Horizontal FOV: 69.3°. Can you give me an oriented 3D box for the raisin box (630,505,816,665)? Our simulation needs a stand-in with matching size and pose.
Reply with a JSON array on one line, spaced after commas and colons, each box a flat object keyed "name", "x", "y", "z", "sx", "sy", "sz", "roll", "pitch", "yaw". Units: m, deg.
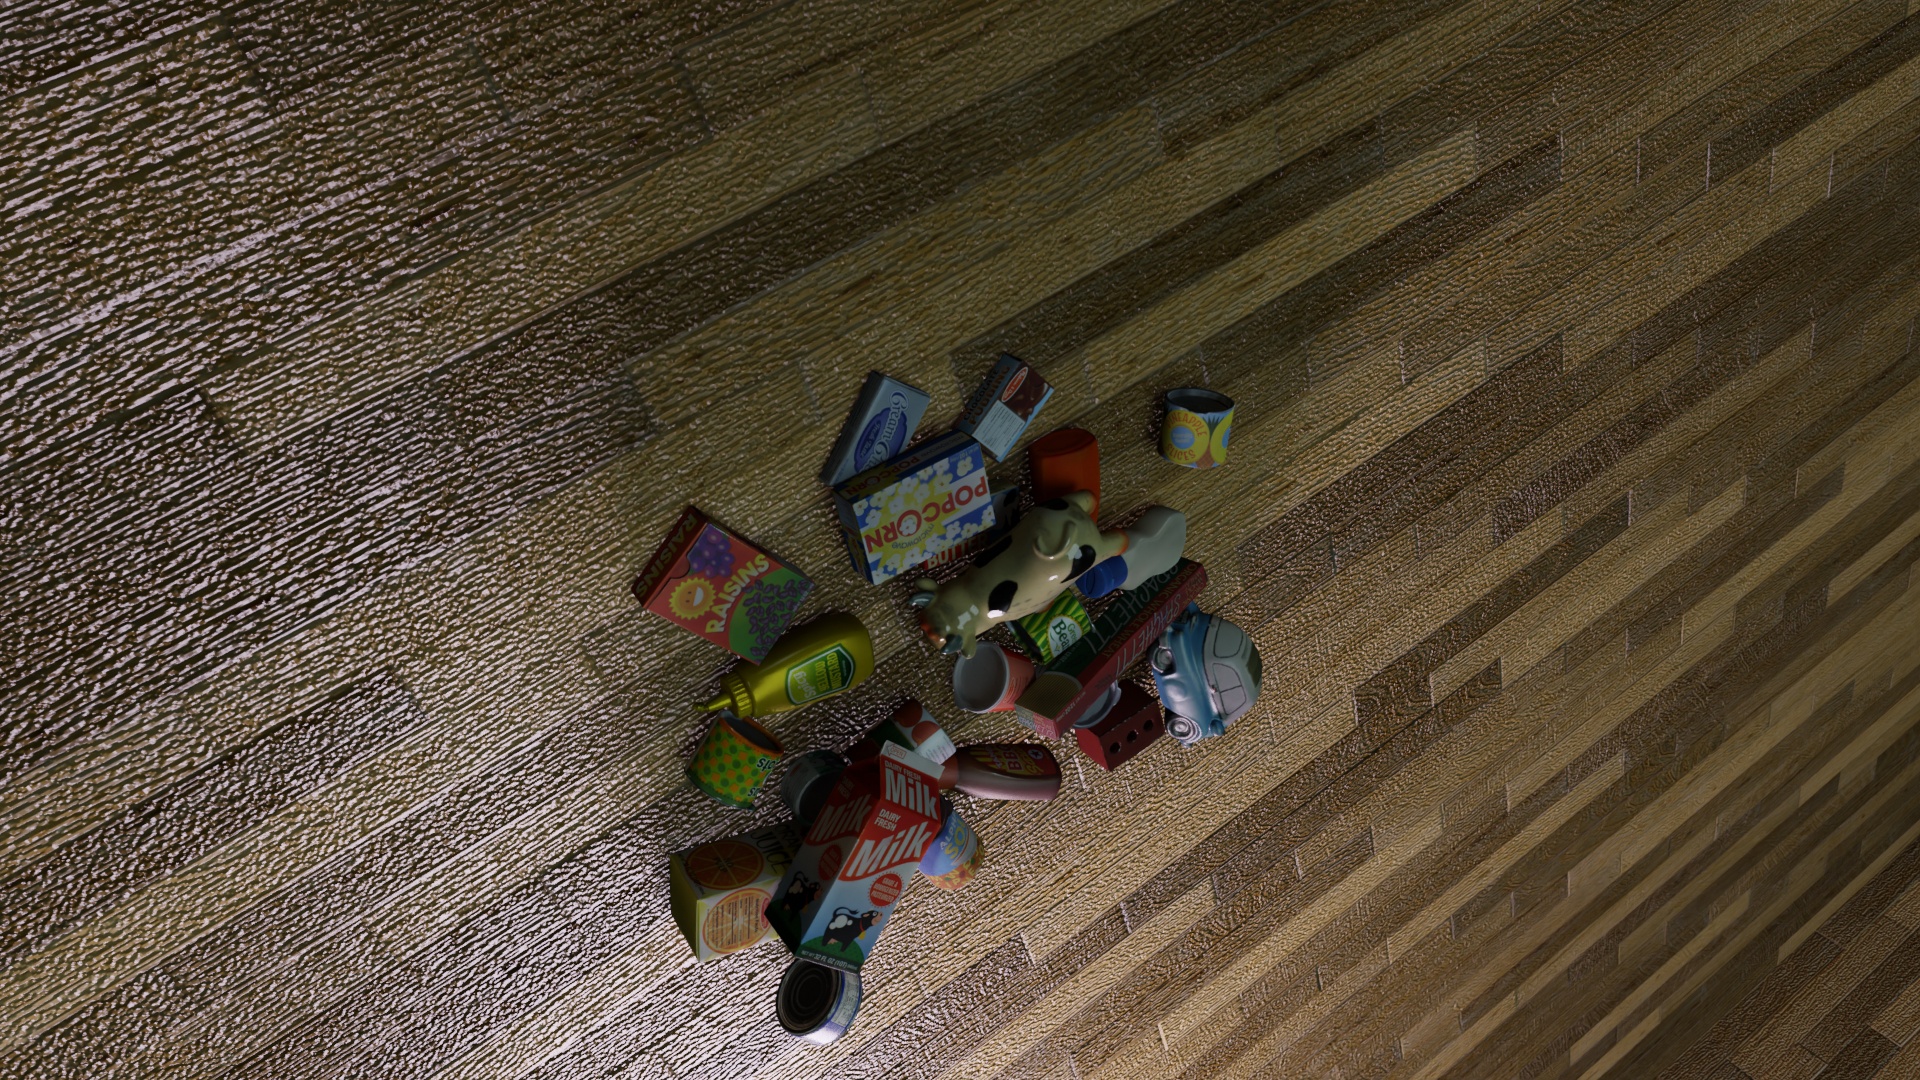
[{"name": "raisin box", "x": -0.191, "y": 0.038, "z": 1.124, "sx": 0.123, "sy": 0.040, "sz": 0.086, "roll": 34, "pitch": 93, "yaw": -40}]

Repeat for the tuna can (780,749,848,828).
[{"name": "tuna can", "x": -0.127, "y": 0.229, "z": 1.272, "sx": 0.071, "sy": 0.033, "sz": 0.070, "roll": -15, "pitch": 121, "yaw": -27}]

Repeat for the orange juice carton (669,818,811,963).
[{"name": "orange juice carton", "x": -0.161, "y": 0.307, "z": 1.263, "sx": 0.193, "sy": 0.072, "sz": 0.072, "roll": -10, "pitch": 119, "yaw": -30}]

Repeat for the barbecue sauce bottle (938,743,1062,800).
[{"name": "barbecue sauce bottle", "x": 0.022, "y": 0.225, "z": 1.355, "sx": 0.149, "sy": 0.065, "sz": 0.043, "roll": 6, "pitch": 116, "yaw": -27}]

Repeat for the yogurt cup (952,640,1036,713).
[{"name": "yogurt cup", "x": 0.035, "y": 0.131, "z": 1.312, "sx": 0.054, "sy": 0.072, "sz": 0.072, "roll": 15, "pitch": 105, "yaw": -47}]

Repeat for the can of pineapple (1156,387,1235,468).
[{"name": "can of pineapple", "x": 0.221, "y": -0.106, "z": 1.312, "sx": 0.071, "sy": 0.071, "sz": 0.057, "roll": -11, "pitch": 120, "yaw": -30}]

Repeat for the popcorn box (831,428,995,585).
[{"name": "popcorn box", "x": -0.037, "y": -0.029, "z": 1.162, "sx": 0.127, "sy": 0.038, "sz": 0.084, "roll": -27, "pitch": 127, "yaw": -21}]

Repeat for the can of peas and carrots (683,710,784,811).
[{"name": "can of peas and carrots", "x": -0.190, "y": 0.187, "z": 1.182, "sx": 0.071, "sy": 0.071, "sz": 0.058, "roll": 29, "pitch": 95, "yaw": -40}]

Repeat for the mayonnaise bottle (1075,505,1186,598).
[{"name": "mayonnaise bottle", "x": 0.162, "y": 0.015, "z": 1.321, "sx": 0.149, "sy": 0.041, "sz": 0.064, "roll": -25, "pitch": 127, "yaw": -48}]

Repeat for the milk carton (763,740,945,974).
[{"name": "milk carton", "x": -0.085, "y": 0.268, "z": 1.203, "sx": 0.072, "sy": 0.073, "sz": 0.190, "roll": 31, "pitch": 89, "yaw": -34}]

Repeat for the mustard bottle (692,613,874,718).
[{"name": "mustard bottle", "x": -0.152, "y": 0.116, "z": 1.185, "sx": 0.161, "sy": 0.049, "sz": 0.065, "roll": -23, "pitch": 123, "yaw": -24}]

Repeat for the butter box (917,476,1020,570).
[{"name": "butter box", "x": 0.004, "y": -0.016, "z": 1.240, "sx": 0.104, "sy": 0.024, "sz": 0.053, "roll": -21, "pitch": 123, "yaw": -25}]

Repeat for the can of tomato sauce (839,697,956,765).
[{"name": "can of tomato sauce", "x": -0.057, "y": 0.194, "z": 1.282, "sx": 0.083, "sy": 0.071, "sz": 0.071, "roll": -39, "pitch": 129, "yaw": -12}]

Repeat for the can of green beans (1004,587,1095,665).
[{"name": "can of green beans", "x": 0.081, "y": 0.076, "z": 1.312, "sx": 0.058, "sy": 0.071, "sz": 0.071, "roll": -36, "pitch": 129, "yaw": -13}]

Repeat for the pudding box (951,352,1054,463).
[{"name": "pudding box", "x": 0.037, "y": -0.115, "z": 1.207, "sx": 0.049, "sy": 0.030, "sz": 0.083, "roll": 35, "pitch": 91, "yaw": -40}]

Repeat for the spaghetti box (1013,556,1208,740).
[{"name": "spaghetti box", "x": 0.149, "y": 0.096, "z": 1.339, "sx": 0.251, "sy": 0.050, "sz": 0.028, "roll": -41, "pitch": 132, "yaw": -30}]

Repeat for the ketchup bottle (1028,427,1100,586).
[{"name": "ketchup bottle", "x": 0.100, "y": -0.028, "z": 1.286, "sx": 0.065, "sy": 0.043, "sz": 0.148, "roll": -21, "pitch": 124, "yaw": -20}]

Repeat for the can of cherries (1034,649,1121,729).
[{"name": "can of cherries", "x": 0.114, "y": 0.144, "z": 1.376, "sx": 0.072, "sy": 0.058, "sz": 0.071, "roll": -15, "pitch": 120, "yaw": -28}]

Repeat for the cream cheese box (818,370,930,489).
[{"name": "cream cheese box", "x": -0.071, "y": -0.085, "z": 1.152, "sx": 0.053, "sy": 0.024, "sz": 0.103, "roll": 20, "pitch": 101, "yaw": -41}]

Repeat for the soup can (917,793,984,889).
[{"name": "soup can", "x": -0.020, "y": 0.292, "z": 1.353, "sx": 0.071, "sy": 0.071, "sz": 0.083, "roll": -43, "pitch": 131, "yaw": -8}]
